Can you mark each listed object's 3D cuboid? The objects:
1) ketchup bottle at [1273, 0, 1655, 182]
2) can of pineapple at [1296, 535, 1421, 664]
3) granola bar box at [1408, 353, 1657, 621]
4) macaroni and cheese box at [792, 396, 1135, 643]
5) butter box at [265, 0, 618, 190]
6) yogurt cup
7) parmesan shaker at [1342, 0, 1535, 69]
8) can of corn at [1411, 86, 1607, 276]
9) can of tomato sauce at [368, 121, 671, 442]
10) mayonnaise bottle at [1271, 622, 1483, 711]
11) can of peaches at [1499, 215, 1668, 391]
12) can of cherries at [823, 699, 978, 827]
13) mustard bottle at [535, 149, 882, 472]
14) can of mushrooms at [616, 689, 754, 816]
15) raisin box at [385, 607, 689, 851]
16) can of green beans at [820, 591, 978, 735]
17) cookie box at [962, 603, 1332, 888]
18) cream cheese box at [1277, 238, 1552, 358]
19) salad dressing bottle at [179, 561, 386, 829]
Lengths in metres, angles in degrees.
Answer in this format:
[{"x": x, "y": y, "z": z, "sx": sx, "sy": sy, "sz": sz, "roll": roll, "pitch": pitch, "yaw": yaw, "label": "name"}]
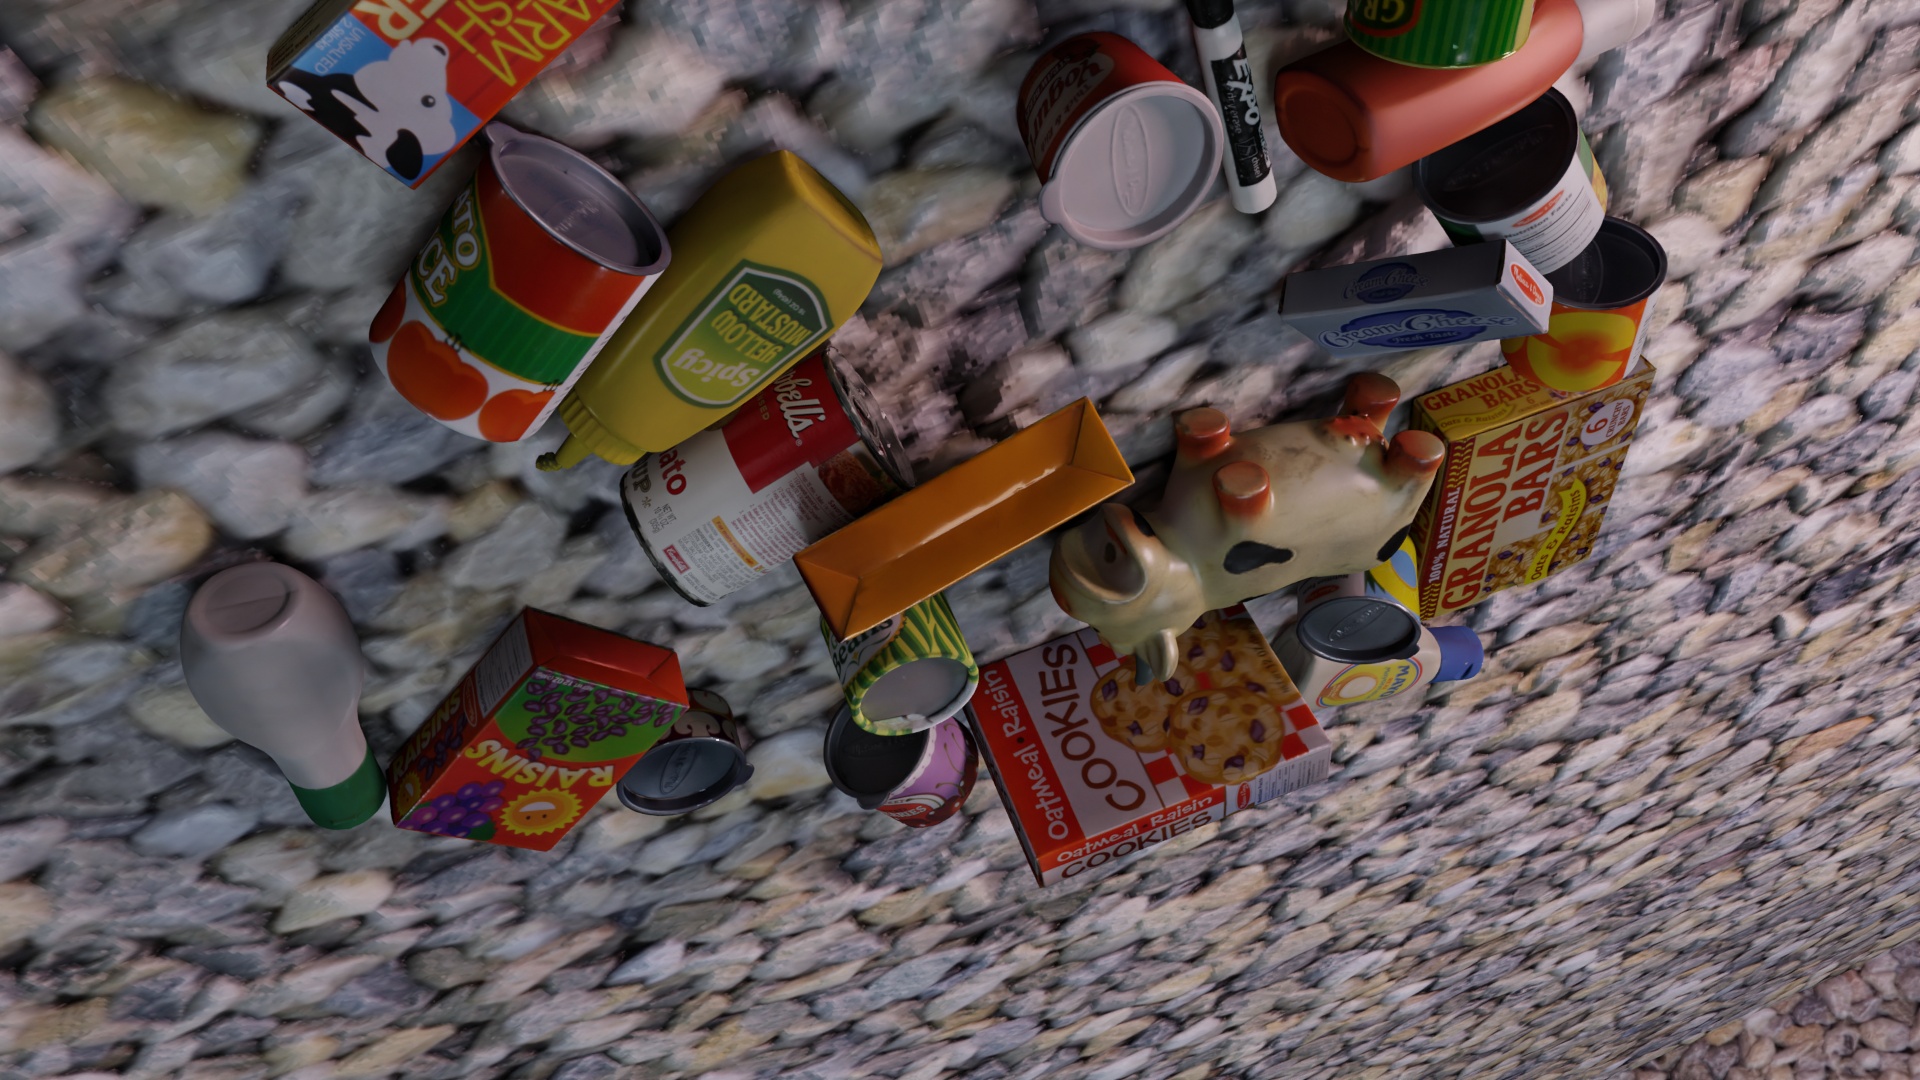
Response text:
[{"x": 0.200, "y": -0.188, "z": 0.540, "sx": 0.149, "sy": 0.065, "sz": 0.043, "roll": -26, "pitch": 131, "yaw": -13, "label": "ketchup bottle"}, {"x": 0.223, "y": 0.029, "z": 0.779, "sx": 0.071, "sy": 0.058, "sz": 0.070, "roll": 7, "pitch": 144, "yaw": 5, "label": "can of pineapple"}, {"x": 0.312, "y": -0.031, "z": 0.791, "sx": 0.124, "sy": 0.039, "sz": 0.164, "roll": -19, "pitch": 141, "yaw": -7, "label": "granola bar box"}, {"x": 0.002, "y": -0.007, "z": 0.581, "sx": 0.124, "sy": 0.040, "sz": 0.166, "roll": -28, "pitch": 179, "yaw": 0, "label": "macaroni and cheese box"}, {"x": -0.152, "y": -0.157, "z": 0.417, "sx": 0.103, "sy": 0.024, "sz": 0.053, "roll": -36, "pitch": 139, "yaw": 14, "label": "butter box"}, {"x": 0.055, "y": -0.149, "z": 0.510, "sx": 0.072, "sy": 0.054, "sz": 0.072, "roll": -15, "pitch": 140, "yaw": -13, "label": "yogurt cup"}, {"x": 0.171, "y": -0.227, "z": 0.477, "sx": 0.071, "sy": 0.071, "sz": 0.102, "roll": -16, "pitch": 137, "yaw": -10, "label": "parmesan shaker"}, {"x": 0.233, "y": -0.154, "z": 0.590, "sx": 0.071, "sy": 0.071, "sz": 0.058, "roll": -40, "pitch": 144, "yaw": 18, "label": "can of corn"}, {"x": -0.150, "y": -0.085, "z": 0.467, "sx": 0.071, "sy": 0.071, "sz": 0.082, "roll": 21, "pitch": 123, "yaw": -42, "label": "can of tomato sauce"}, {"x": 0.266, "y": 0.077, "z": 0.886, "sx": 0.148, "sy": 0.041, "sz": 0.064, "roll": -2, "pitch": 134, "yaw": -25, "label": "mayonnaise bottle"}, {"x": 0.296, "y": -0.114, "z": 0.670, "sx": 0.071, "sy": 0.071, "sz": 0.057, "roll": -21, "pitch": 141, "yaw": -5, "label": "can of peaches"}, {"x": -0.032, "y": 0.119, "z": 0.755, "sx": 0.071, "sy": 0.072, "sz": 0.058, "roll": -34, "pitch": 141, "yaw": 11, "label": "can of cherries"}, {"x": -0.103, "y": -0.072, "z": 0.519, "sx": 0.160, "sy": 0.049, "sz": 0.065, "roll": -40, "pitch": 137, "yaw": 18, "label": "mustard bottle"}, {"x": -0.144, "y": 0.109, "z": 0.715, "sx": 0.071, "sy": 0.033, "sz": 0.070, "roll": -15, "pitch": 139, "yaw": -13, "label": "can of mushrooms"}, {"x": -0.202, "y": 0.093, "z": 0.662, "sx": 0.086, "sy": 0.040, "sz": 0.123, "roll": 23, "pitch": 120, "yaw": -44, "label": "raisin box"}, {"x": -0.031, "y": 0.055, "z": 0.693, "sx": 0.071, "sy": 0.058, "sz": 0.071, "roll": -14, "pitch": 140, "yaw": -12, "label": "can of green beans"}, {"x": 0.097, "y": 0.103, "z": 0.761, "sx": 0.168, "sy": 0.123, "sz": 0.040, "roll": -20, "pitch": 140, "yaw": -7, "label": "cookie box"}, {"x": 0.200, "y": -0.104, "z": 0.613, "sx": 0.103, "sy": 0.024, "sz": 0.053, "roll": -1, "pitch": 163, "yaw": 44, "label": "cream cheese box"}, {"x": -0.282, "y": 0.072, "z": 0.593, "sx": 0.064, "sy": 0.044, "sz": 0.146, "roll": -14, "pitch": 141, "yaw": -16, "label": "salad dressing bottle"}]
